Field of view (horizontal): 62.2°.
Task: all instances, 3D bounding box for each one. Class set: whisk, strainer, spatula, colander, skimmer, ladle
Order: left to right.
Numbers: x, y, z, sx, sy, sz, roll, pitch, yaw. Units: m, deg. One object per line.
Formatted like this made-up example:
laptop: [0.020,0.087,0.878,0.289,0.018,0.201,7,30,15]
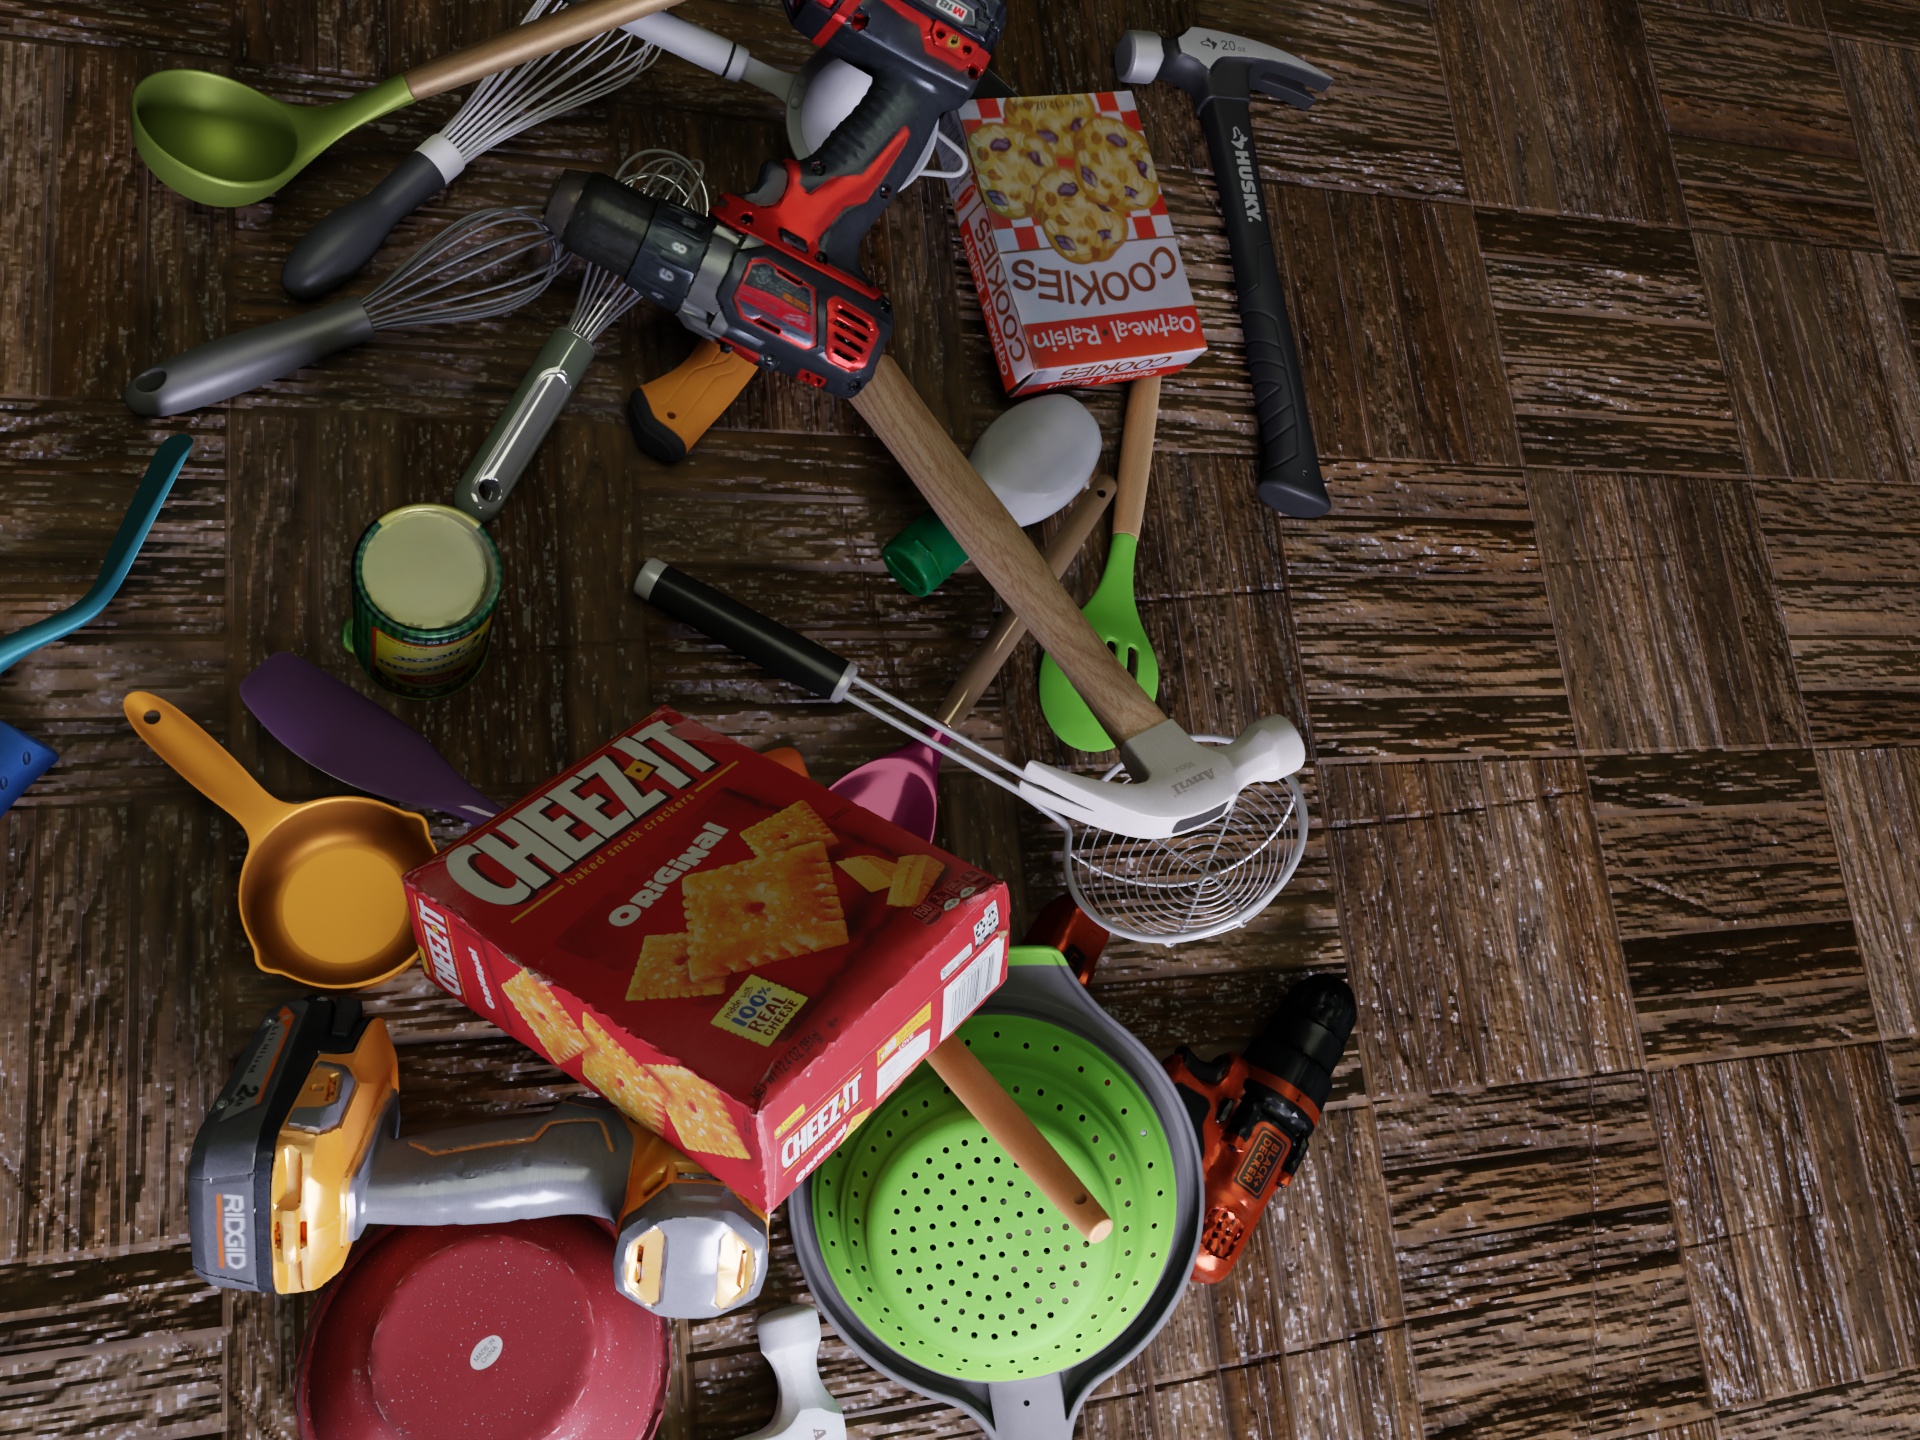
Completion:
spatula: [-0.463,-0.017,0.701,0.317,0.082,0.044,-43,120,-20]
whisk: [-0.308,-0.209,0.813,0.239,0.055,0.055,-29,86,-20]
ladle: [-0.260,-0.341,0.810,0.320,0.062,0.078,-22,70,-4]
whisk: [-0.258,-0.322,0.858,0.070,0.070,0.285,41,70,-5]
spatula: [-0.207,0.064,0.781,0.315,0.018,0.060,34,31,-11]
whisk: [-0.202,-0.208,0.852,0.057,0.059,0.246,39,67,-36]
strainer: [-0.116,-0.360,0.876,0.258,0.050,0.087,19,104,-21]
spatula: [-0.034,0.120,0.740,0.081,0.041,0.323,-26,43,-23]
skimmer: [-0.001,-0.003,0.814,0.363,0.090,0.127,29,63,-1]
colander: [0.028,0.308,0.735,0.204,0.094,0.397,-9,87,2]

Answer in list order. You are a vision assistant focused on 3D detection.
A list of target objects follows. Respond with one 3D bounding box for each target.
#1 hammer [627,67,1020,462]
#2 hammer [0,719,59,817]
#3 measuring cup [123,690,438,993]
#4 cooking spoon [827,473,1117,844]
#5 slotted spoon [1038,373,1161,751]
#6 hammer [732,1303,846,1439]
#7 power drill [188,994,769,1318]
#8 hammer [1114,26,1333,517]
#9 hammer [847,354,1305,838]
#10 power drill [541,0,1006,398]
hammer: [-0.078,-0.274,0.921,0.127,0.034,0.337,35,67,-7]
hammer: [-0.511,0.171,0.636,0.144,0.035,0.406,30,67,-10]
measuring cup: [-0.315,0.054,0.733,0.173,0.052,0.095,43,66,-2]
cooking spoon: [0.004,-0.016,0.878,0.069,0.017,0.319,34,70,0]
slotted spoon: [0.099,-0.132,0.950,0.070,0.031,0.314,13,69,-9]
hammer: [-0.207,0.367,0.695,0.331,0.033,0.128,-9,78,-22]
power drill: [-0.193,0.175,0.700,0.226,0.185,0.084,5,112,-7]
hammer: [0.195,-0.290,1.024,0.146,0.035,0.335,-3,77,-20]
hammer: [0.029,-0.075,0.831,0.130,0.031,0.332,-24,62,-22]
power drill: [-0.094,-0.304,0.830,0.187,0.080,0.226,23,92,-19]
